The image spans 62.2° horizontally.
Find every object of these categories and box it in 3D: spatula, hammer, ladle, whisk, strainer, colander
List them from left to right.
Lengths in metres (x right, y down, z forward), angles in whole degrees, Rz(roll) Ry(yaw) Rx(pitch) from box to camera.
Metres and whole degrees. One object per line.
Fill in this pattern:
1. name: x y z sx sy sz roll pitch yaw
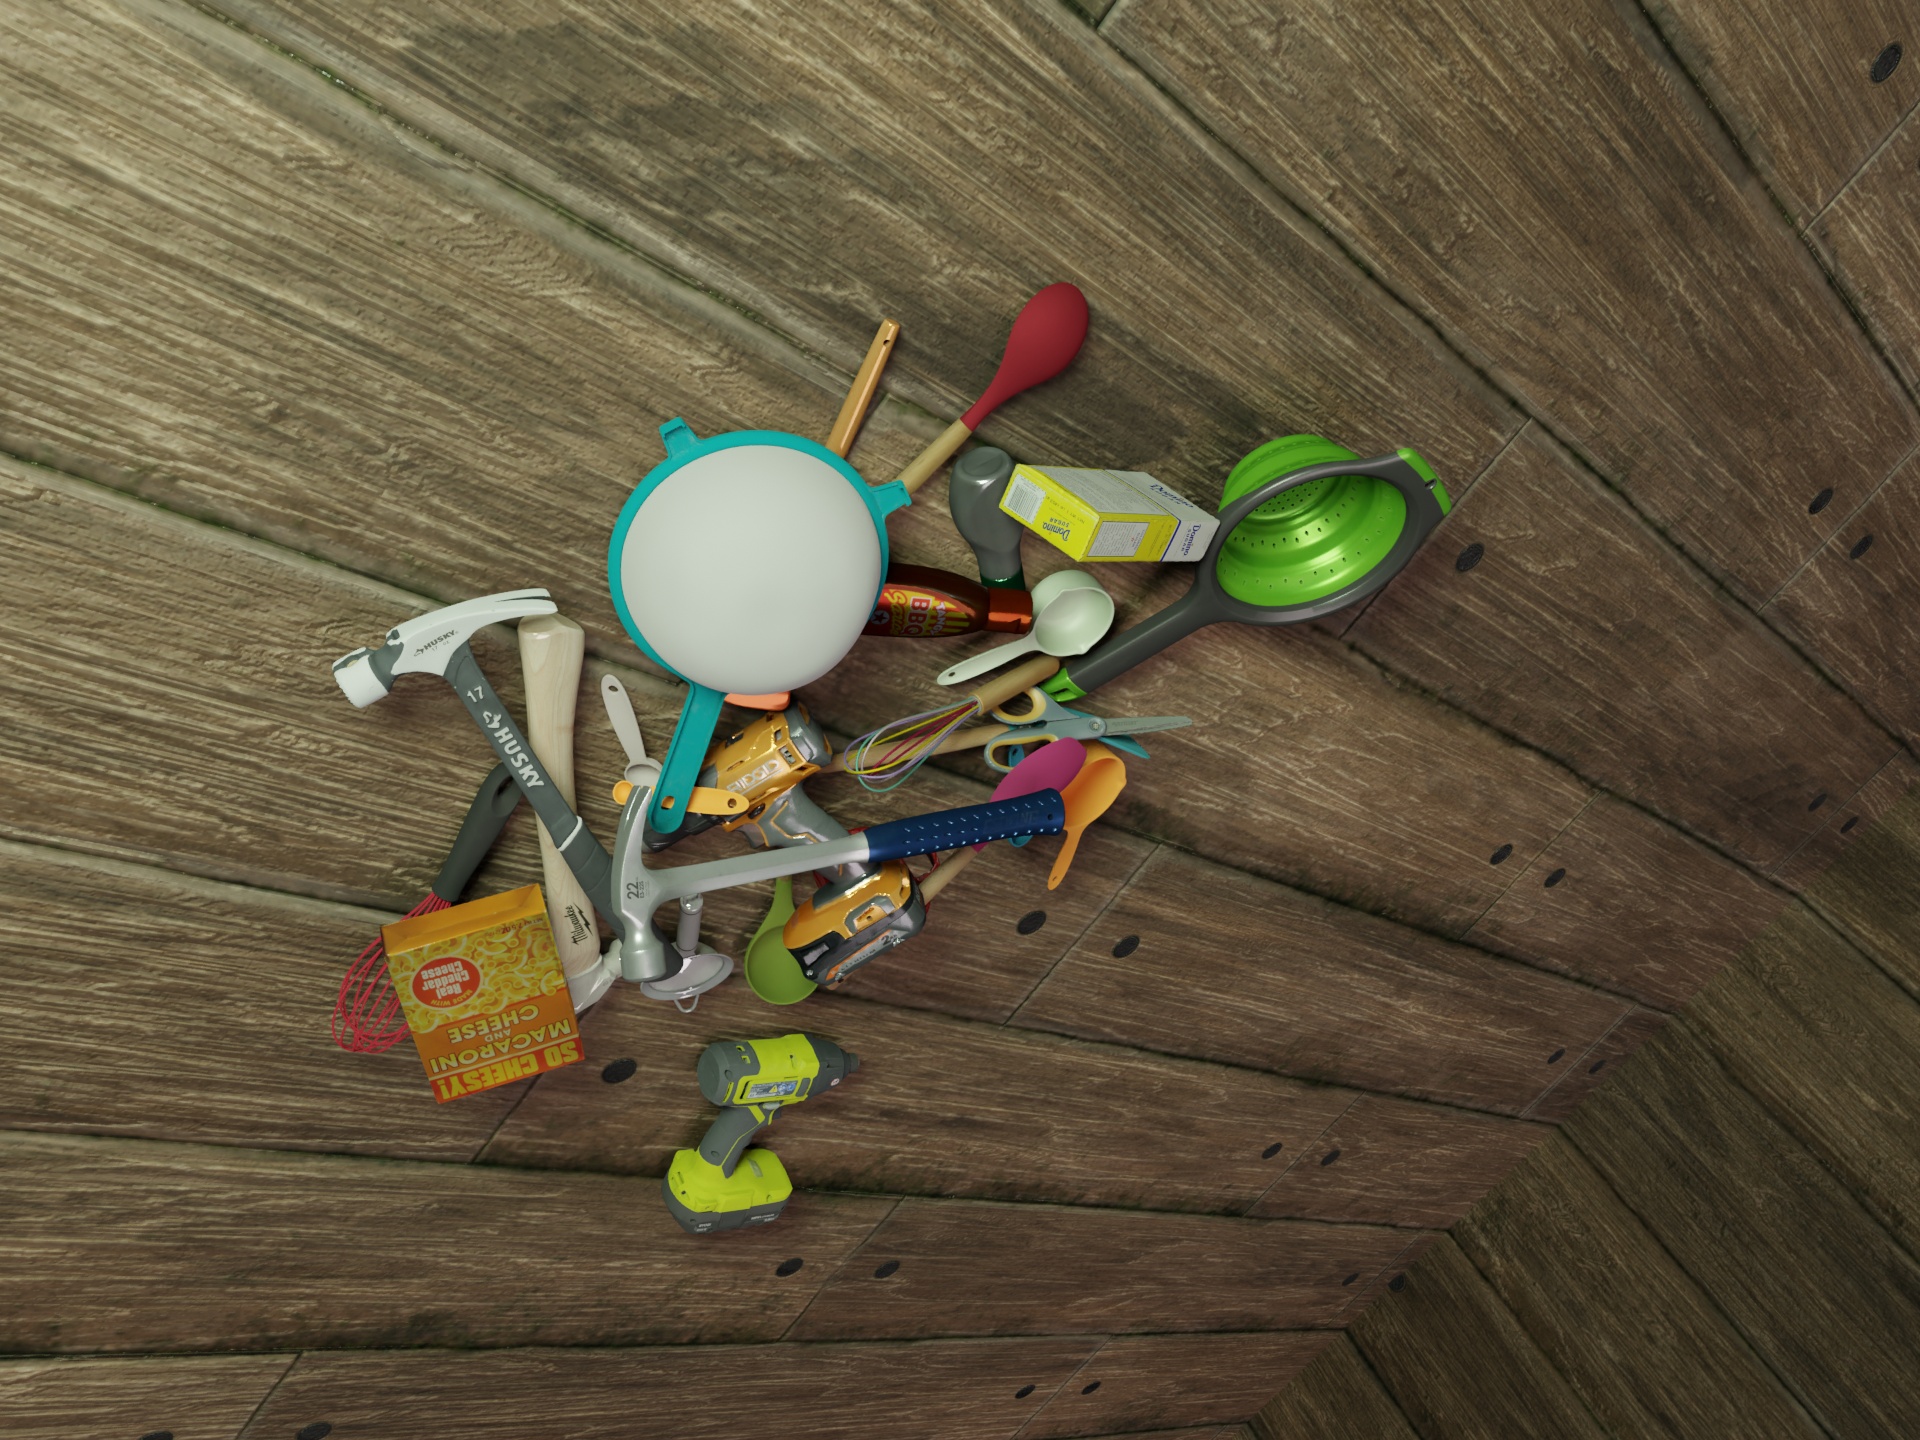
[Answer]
1. whisk: -0.422 0.153 1.273 0.073 0.073 0.296 19 109 -43
2. hammer: -0.327 0.092 1.265 0.146 0.038 0.410 -29 140 -36
3. hammer: -0.301 0.069 1.204 0.149 0.036 0.408 -30 133 -9
4. strainer: -0.239 0.195 1.396 0.087 0.050 0.258 -12 156 -18
5. strainer: -0.169 -0.042 1.181 0.211 0.095 0.340 12 114 -25
6. ladle: -0.153 0.129 1.428 0.078 0.062 0.320 -8 129 -20
7. spatula: -0.113 -0.152 1.203 0.081 0.041 0.322 14 118 -26
8. hammer: -0.087 0.098 1.283 0.405 0.035 0.144 -9 95 -32
9. ladle: -0.016 -0.211 1.227 0.315 0.031 0.069 -44 137 12
10. whisk: -0.001 -0.004 1.372 0.245 0.051 0.047 -29 178 -34
11. spatula: 0.019 0.025 1.450 0.317 0.082 0.044 -10 119 -20
12. colander: 0.229 -0.143 1.420 0.397 0.095 0.204 -30 142 22

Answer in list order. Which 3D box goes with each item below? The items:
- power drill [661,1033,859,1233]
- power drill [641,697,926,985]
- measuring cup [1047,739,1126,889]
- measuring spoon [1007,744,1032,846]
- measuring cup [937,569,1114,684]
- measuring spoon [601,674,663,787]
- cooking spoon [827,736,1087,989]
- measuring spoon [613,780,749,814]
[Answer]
1. power drill: -0.209 0.422 1.649 0.171 0.080 0.223 4 122 -36
2. power drill: -0.155 0.115 1.345 0.185 0.084 0.226 -31 110 6
3. measuring cup: 0.099 0.088 1.554 0.095 0.052 0.173 -14 135 -36
4. measuring spoon: 0.051 0.067 1.539 0.042 0.021 0.128 -36 135 -33
5. measuring cup: 0.052 -0.078 1.390 0.167 0.038 0.083 -24 138 0
6. measuring spoon: -0.263 0.008 1.274 0.034 0.018 0.124 -3 131 10
7. cooking spoon: -0.007 0.131 1.430 0.319 0.017 0.068 -44 137 6
8. measuring spoon: -0.226 0.063 1.288 0.117 0.021 0.011 5 174 12
